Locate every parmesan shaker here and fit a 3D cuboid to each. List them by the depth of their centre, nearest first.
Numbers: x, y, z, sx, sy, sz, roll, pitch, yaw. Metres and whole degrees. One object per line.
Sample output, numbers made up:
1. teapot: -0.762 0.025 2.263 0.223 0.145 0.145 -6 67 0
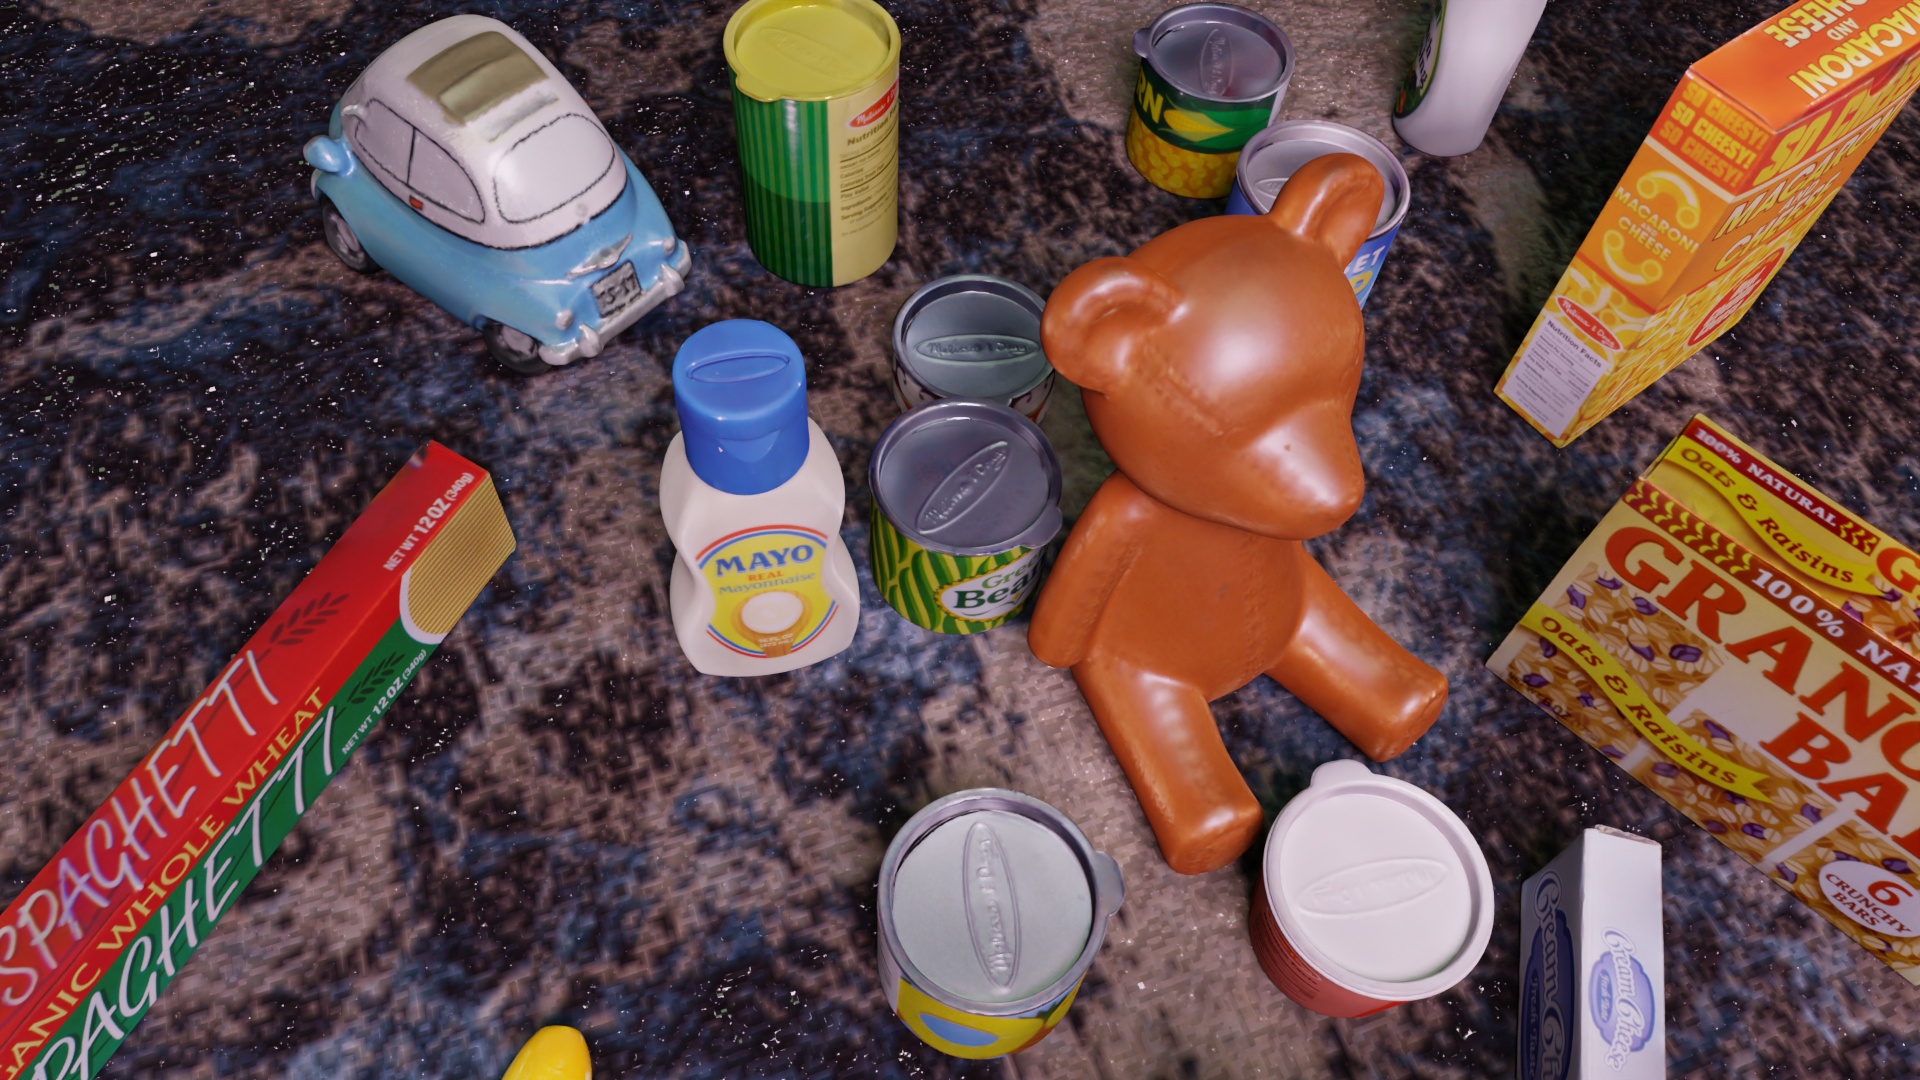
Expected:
1. parmesan shaker: -0.060 -0.159 0.562 0.071 0.102 0.071 2 57 -3

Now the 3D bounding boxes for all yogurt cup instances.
1. yogurt cup: 0.122 0.113 0.428 0.072 0.053 0.073 2 57 -3

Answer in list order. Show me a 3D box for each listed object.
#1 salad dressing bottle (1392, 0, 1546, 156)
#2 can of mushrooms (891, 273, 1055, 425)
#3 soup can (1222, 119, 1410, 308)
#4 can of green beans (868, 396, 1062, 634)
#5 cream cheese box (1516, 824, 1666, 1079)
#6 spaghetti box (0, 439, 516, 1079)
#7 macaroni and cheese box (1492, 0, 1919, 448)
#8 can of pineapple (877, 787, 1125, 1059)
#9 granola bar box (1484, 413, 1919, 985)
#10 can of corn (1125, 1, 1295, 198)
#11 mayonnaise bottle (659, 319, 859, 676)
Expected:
1. salad dressing bottle: 0.232 -0.237 0.606 0.044 0.147 0.064 17 58 7
2. can of mushrooms: 0.006 -0.069 0.550 0.071 0.033 0.071 2 57 -3
3. soup can: 0.134 -0.112 0.557 0.071 0.083 0.072 2 57 -3
4. can of green beans: 0.000 -0.008 0.496 0.071 0.057 0.071 2 57 -3
5. cream cheese box: 0.187 0.143 0.414 0.024 0.053 0.104 14 58 5
6. spaghetti box: -0.227 0.076 0.431 0.029 0.050 0.251 24 59 11
7. macaroni and cheese box: 0.286 -0.122 0.524 0.124 0.165 0.040 -31 65 -21
8. can of pineapple: 0.009 0.116 0.416 0.071 0.057 0.071 2 57 -3
9. granola bar box: 0.267 0.052 0.436 0.166 0.123 0.039 40 63 20
10. can of corn: 0.108 -0.197 0.624 0.071 0.058 0.071 2 57 -3
11. mayonnaise bottle: -0.065 -0.008 0.438 0.065 0.147 0.041 -9 59 -10
